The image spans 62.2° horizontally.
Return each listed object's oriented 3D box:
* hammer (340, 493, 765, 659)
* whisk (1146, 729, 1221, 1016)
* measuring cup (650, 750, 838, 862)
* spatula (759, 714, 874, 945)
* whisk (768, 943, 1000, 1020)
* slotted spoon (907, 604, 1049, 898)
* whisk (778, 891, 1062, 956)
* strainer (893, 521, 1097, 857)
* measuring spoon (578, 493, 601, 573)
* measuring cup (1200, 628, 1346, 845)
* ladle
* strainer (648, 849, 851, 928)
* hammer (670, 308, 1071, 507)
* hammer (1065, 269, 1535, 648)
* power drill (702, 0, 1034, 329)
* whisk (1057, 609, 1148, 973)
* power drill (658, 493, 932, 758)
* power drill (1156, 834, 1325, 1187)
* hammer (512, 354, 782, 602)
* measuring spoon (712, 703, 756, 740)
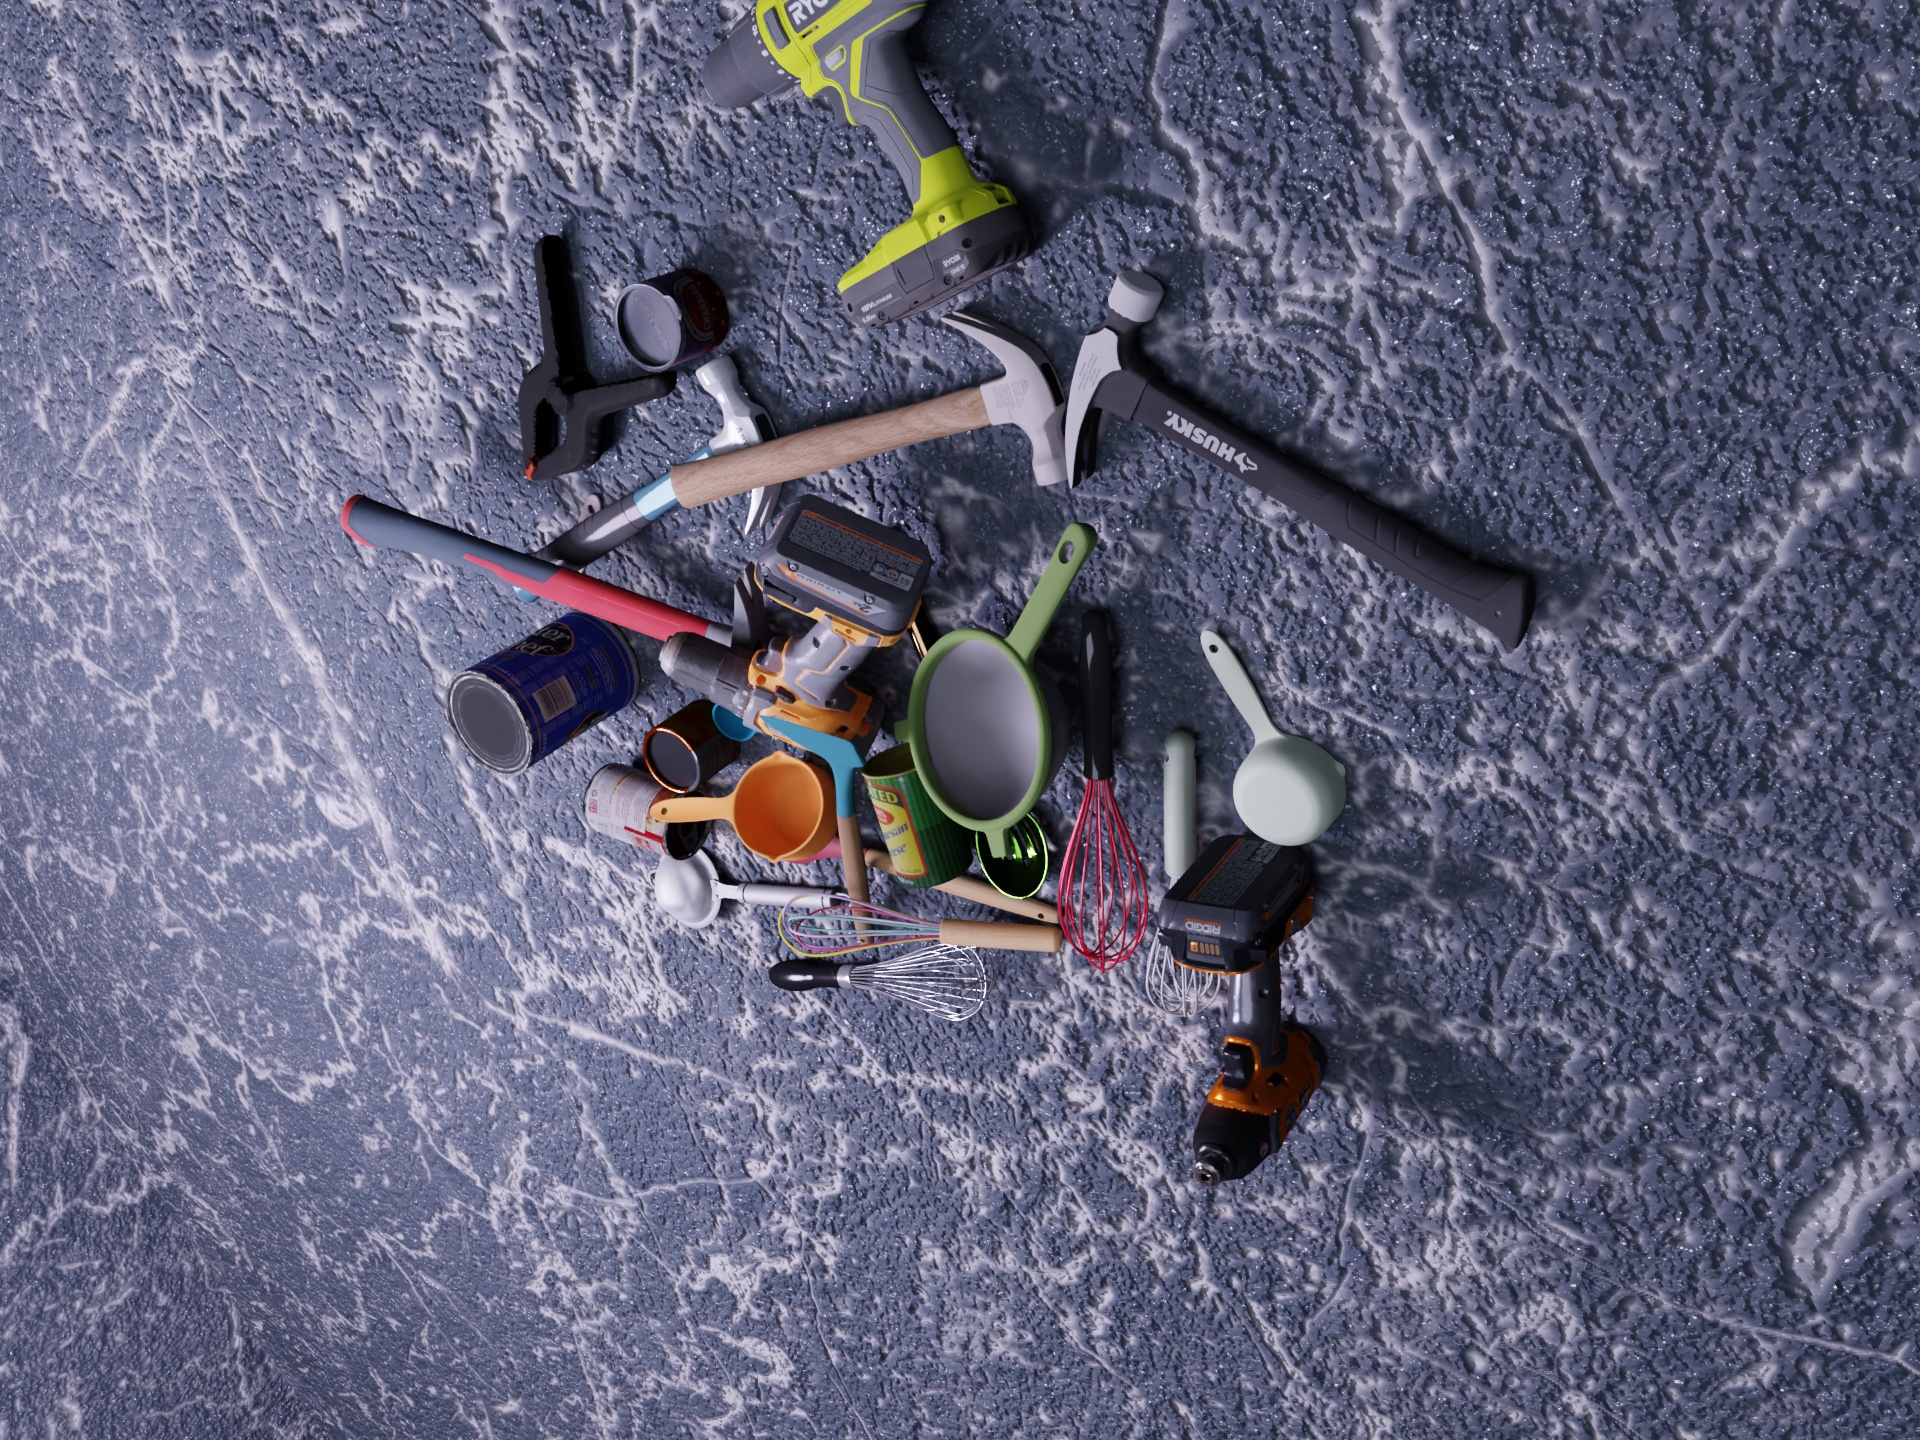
[{"bbox_3d":[-0.346,-0.129,1.338,0.386,0.038,0.143,20,138,8],"label":"hammer"},{"bbox_3d":[0.167,0.120,1.199,0.059,0.058,0.246,-5,114,-1],"label":"whisk"},{"bbox_3d":[-0.183,0.079,1.377,0.173,0.052,0.095,-3,79,24],"label":"measuring cup"},{"bbox_3d":[-0.098,0.099,1.309,0.082,0.044,0.317,16,140,19],"label":"spatula"},{"bbox_3d":[-0.074,0.228,1.420,0.285,0.070,0.070,-6,112,43],"label":"whisk"},{"bbox_3d":[-0.002,-0.004,1.252,0.070,0.031,0.313,-14,105,37],"label":"slotted spoon"},{"bbox_3d":[-0.036,0.179,1.334,0.245,0.047,0.051,2,147,13],"label":"whisk"},{"bbox_3d":[0.053,-0.036,1.161,0.152,0.069,0.256,49,127,32],"label":"strainer"},{"bbox_3d":[-0.339,-0.149,1.405,0.034,0.018,0.124,37,130,12],"label":"measuring spoon"},{"bbox_3d":[0.206,0.014,1.110,0.083,0.038,0.167,-23,103,41],"label":"measuring cup"},{"bbox_3d":[-0.056,0.124,1.364,0.315,0.031,0.069,15,123,25],"label":"ladle"},{"bbox_3d":[-0.207,0.159,1.480,0.258,0.050,0.087,0,101,31],"label":"strainer"},{"bbox_3d":[-0.078,-0.207,1.161,0.331,0.031,0.130,-9,108,30],"label":"hammer"},{"bbox_3d":[0.214,-0.145,1.017,0.335,0.035,0.146,34,129,14],"label":"hammer"},{"bbox_3d":[-0.064,-0.383,1.046,0.190,0.080,0.228,-17,103,39],"label":"power drill"},{"bbox_3d":[0.105,0.058,1.194,0.073,0.073,0.295,10,115,30],"label":"whisk"},{"bbox_3d":[-0.131,-0.068,1.222,0.185,0.084,0.226,23,140,-2],"label":"power drill"},{"bbox_3d":[0.202,0.216,1.147,0.084,0.164,0.226,5,116,33],"label":"power drill"},{"bbox_3d":[-0.272,-0.175,1.324,0.331,0.033,0.128,-23,102,37],"label":"hammer"},{"bbox_3d":[-0.153,-0.002,1.368,0.129,0.021,0.042,4,125,23],"label":"measuring spoon"}]
